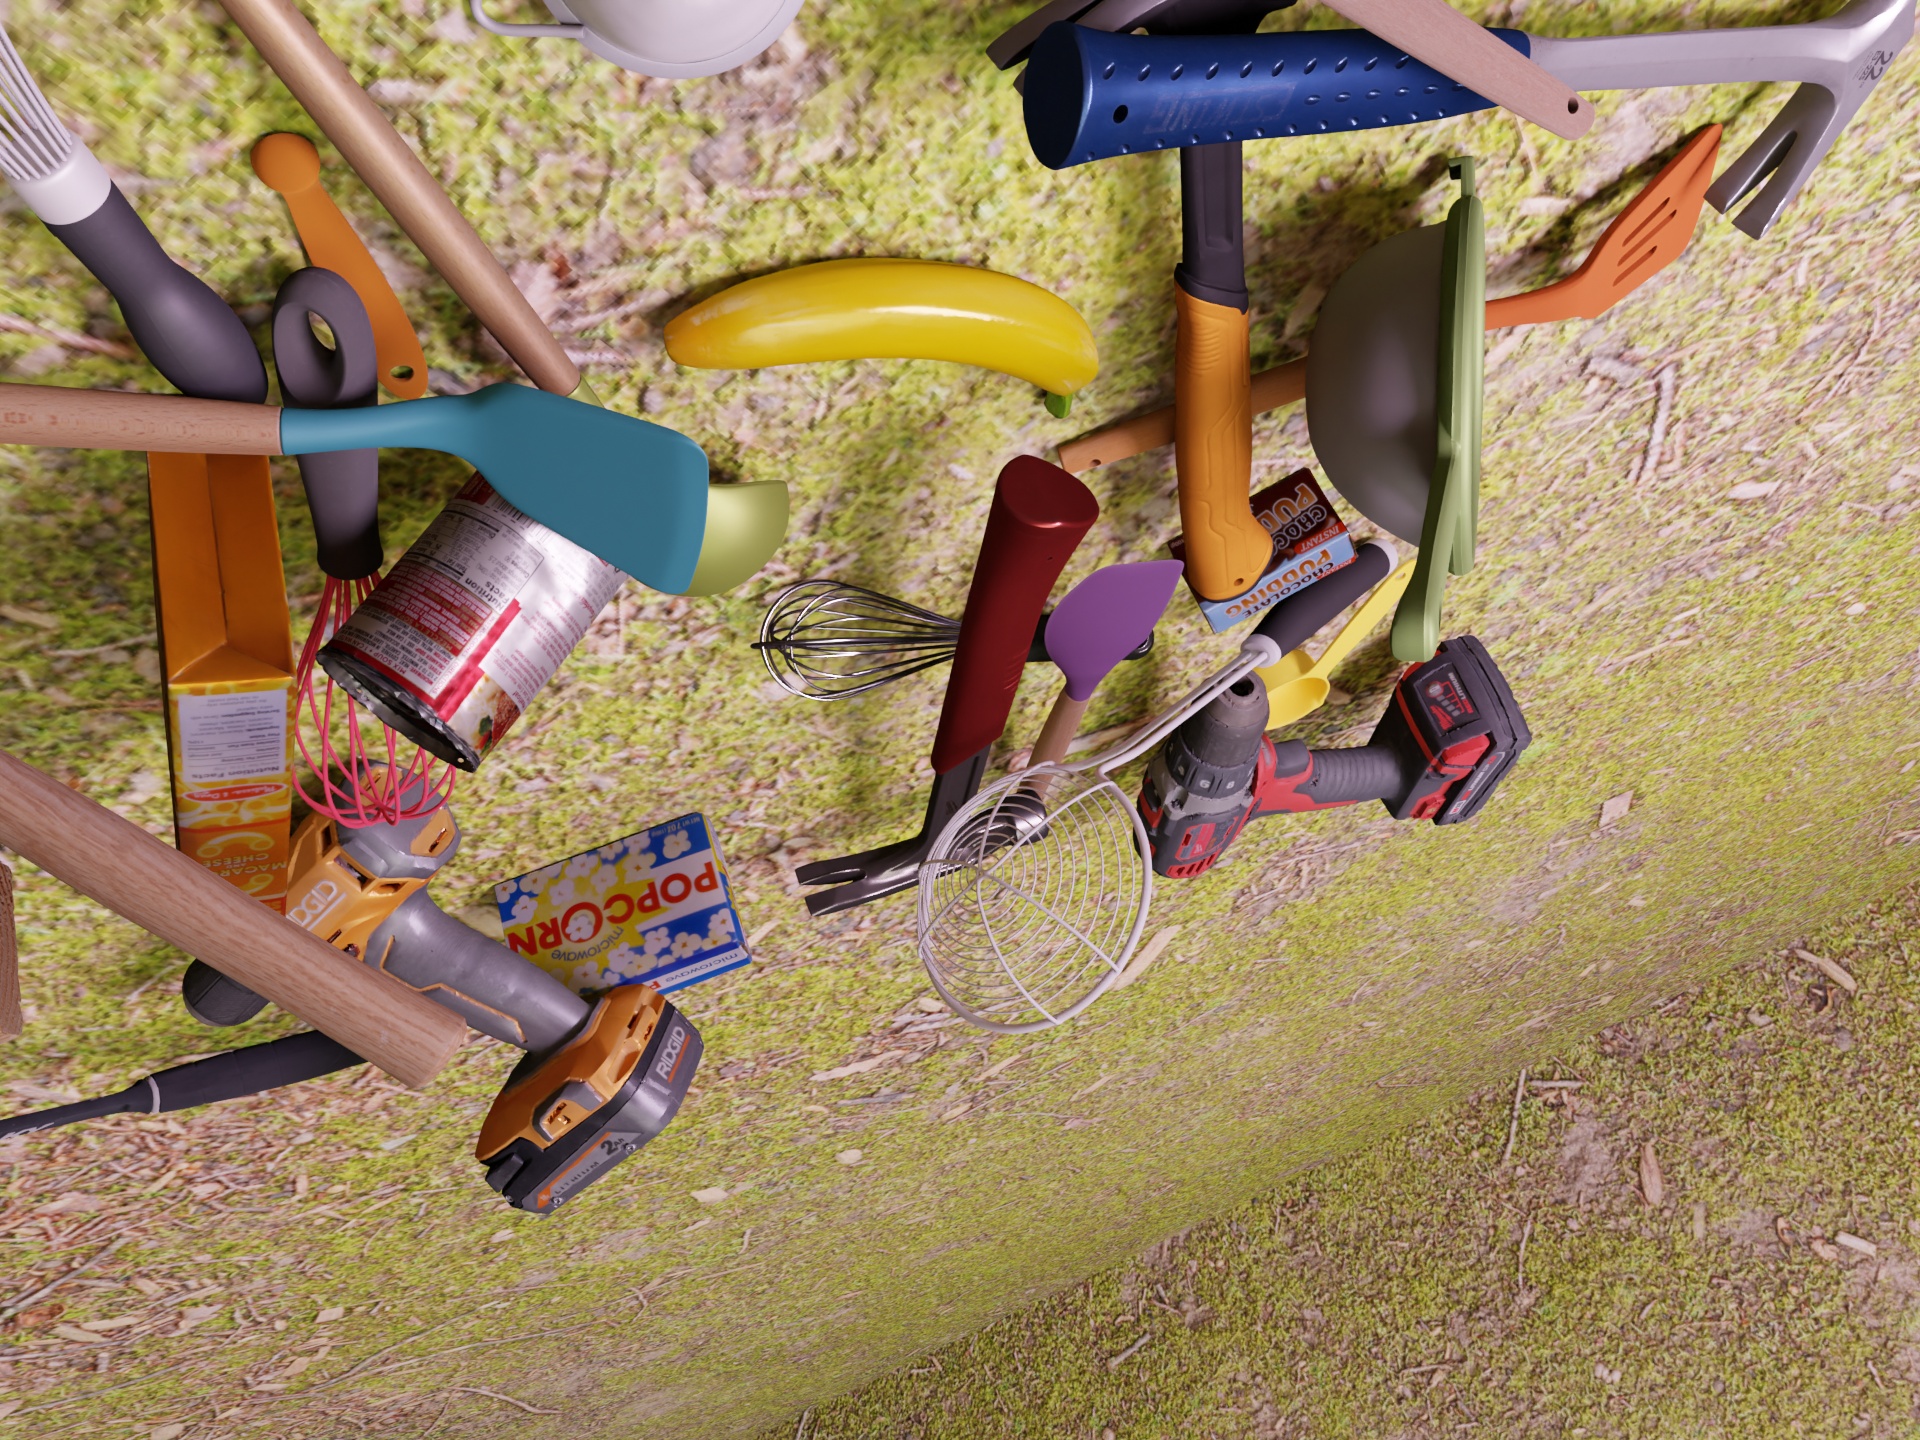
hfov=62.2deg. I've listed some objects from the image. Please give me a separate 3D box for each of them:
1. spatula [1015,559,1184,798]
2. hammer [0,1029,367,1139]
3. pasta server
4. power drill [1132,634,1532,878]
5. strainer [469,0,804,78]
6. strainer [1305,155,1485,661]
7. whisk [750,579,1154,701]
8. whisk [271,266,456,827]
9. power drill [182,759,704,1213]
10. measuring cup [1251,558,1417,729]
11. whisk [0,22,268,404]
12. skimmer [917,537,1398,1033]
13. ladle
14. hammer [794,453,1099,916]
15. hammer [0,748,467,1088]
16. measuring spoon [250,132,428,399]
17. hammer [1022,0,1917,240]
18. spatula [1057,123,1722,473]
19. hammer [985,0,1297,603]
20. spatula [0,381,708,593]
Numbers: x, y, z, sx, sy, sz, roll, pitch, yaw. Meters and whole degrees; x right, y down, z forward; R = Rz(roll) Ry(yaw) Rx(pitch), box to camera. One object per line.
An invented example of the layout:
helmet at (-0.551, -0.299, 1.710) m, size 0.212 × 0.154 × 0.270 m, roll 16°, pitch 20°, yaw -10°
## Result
spatula at (0.056, -0.005, 0.866) m, size 0.059 × 0.018 × 0.315 m, roll -7°, pitch 156°, yaw -11°
hammer at (-0.422, 0.189, 0.801) m, size 0.149 × 0.036 × 0.408 m, roll -30°, pitch 167°, yaw 28°
pasta server at (0.073, -0.228, 0.449) m, size 0.316 × 0.040 × 0.060 m, roll 12°, pitch 101°, yaw -33°
power drill at (0.220, 0.015, 0.955) m, size 0.226 × 0.080 × 0.187 m, roll -12°, pitch 150°, yaw -13°
strainer at (-0.020, -0.248, 0.440) m, size 0.258 × 0.050 × 0.086 m, roll -27°, pitch 137°, yaw 2°
strainer at (0.163, -0.103, 0.616) m, size 0.069 × 0.256 × 0.151 m, roll 3°, pitch 129°, yaw 21°
whisk at (0.005, -0.041, 0.808) m, size 0.246 × 0.058 × 0.059 m, roll -3°, pitch 180°, yaw -37°
whisk at (-0.231, -0.049, 0.610) m, size 0.073 × 0.073 × 0.295 m, roll -10°, pitch 145°, yaw -22°
power drill at (-0.267, 0.147, 0.799) m, size 0.185 × 0.084 × 0.226 m, roll -39°, pitch 107°, yaw 24°
measuring cup at (0.218, -0.051, 0.951) m, size 0.062 × 0.029 × 0.156 m, roll 0°, pitch 142°, yaw -35°
whisk at (-0.252, -0.164, 0.409) m, size 0.070 × 0.070 × 0.284 m, roll -20°, pitch 157°, yaw -4°
skimmer at (0.120, 0.017, 0.809) m, size 0.363 × 0.127 × 0.090 m, roll -35°, pitch 126°, yaw -34°
ladle at (-0.148, -0.141, 0.540) m, size 0.078 × 0.062 × 0.319 m, roll -11°, pitch 147°, yaw 16°
hammer at (-0.001, -0.002, 0.777) m, size 0.149 × 0.037 × 0.358 m, roll -17°, pitch 155°, yaw -16°
hammer at (-0.313, 0.028, 0.524) m, size 0.331 × 0.031 × 0.130 m, roll 36°, pitch 137°, yaw -16°
measuring spoon at (-0.199, -0.142, 0.521) m, size 0.021 × 0.011 × 0.116 m, roll -19°, pitch 151°, yaw -6°
hammer at (0.202, -0.227, 0.569) m, size 0.405 × 0.035 × 0.144 m, roll -15°, pitch 144°, yaw -26°
spatula at (0.196, -0.178, 0.725) m, size 0.322 × 0.041 × 0.081 m, roll -19°, pitch 151°, yaw 3°
hammer at (0.095, -0.153, 0.642) m, size 0.127 × 0.034 × 0.336 m, roll -27°, pitch 147°, yaw -7°
spatula at (-0.240, -0.085, 0.495) m, size 0.317 × 0.044 × 0.082 m, roll 1°, pitch 150°, yaw -15°
